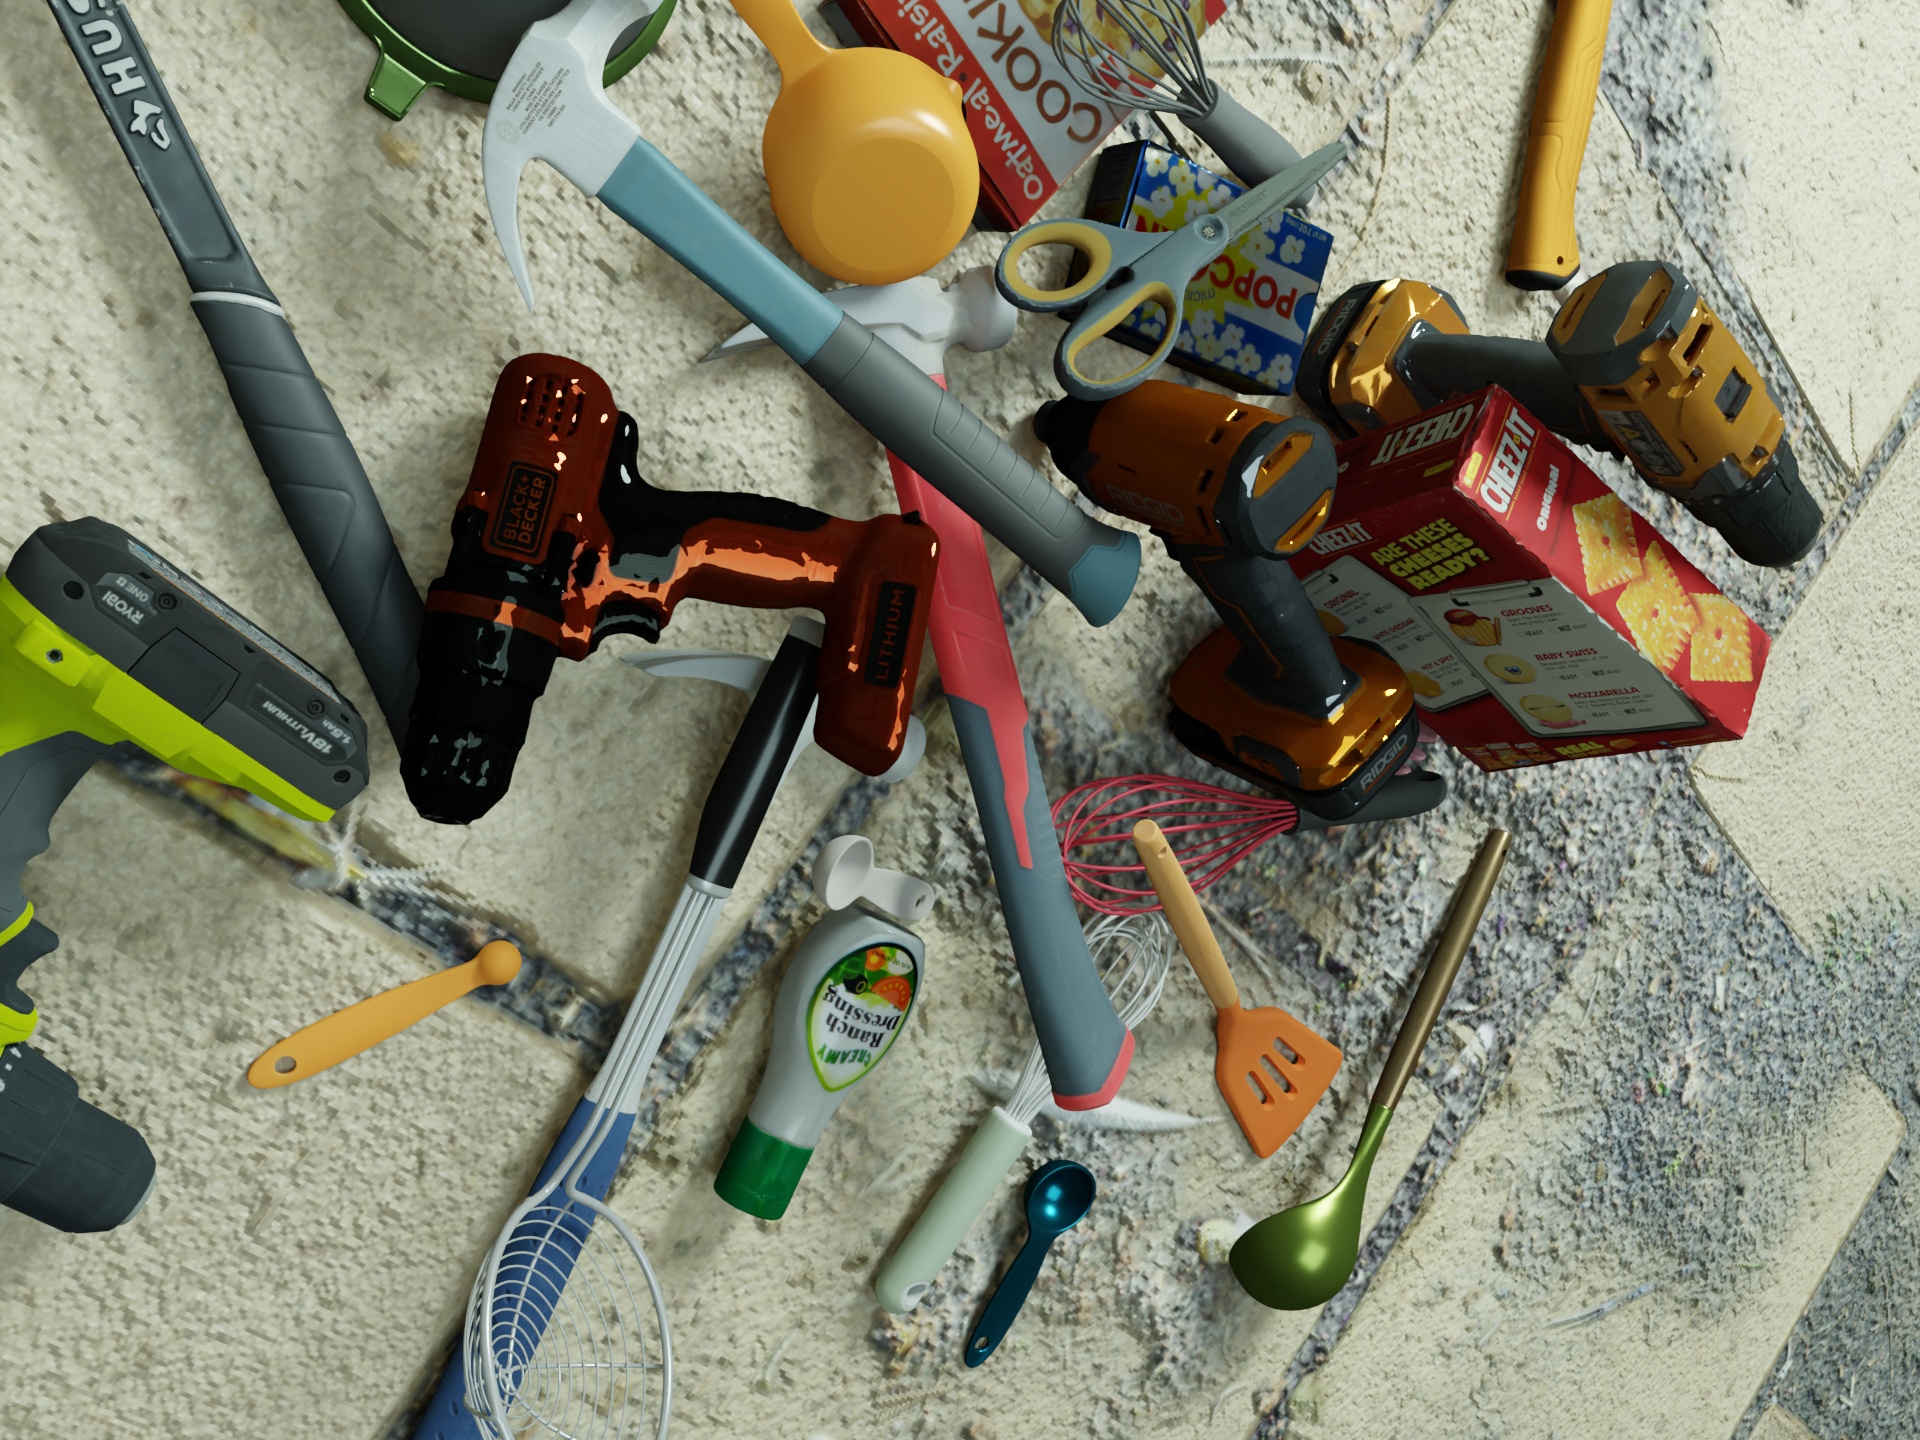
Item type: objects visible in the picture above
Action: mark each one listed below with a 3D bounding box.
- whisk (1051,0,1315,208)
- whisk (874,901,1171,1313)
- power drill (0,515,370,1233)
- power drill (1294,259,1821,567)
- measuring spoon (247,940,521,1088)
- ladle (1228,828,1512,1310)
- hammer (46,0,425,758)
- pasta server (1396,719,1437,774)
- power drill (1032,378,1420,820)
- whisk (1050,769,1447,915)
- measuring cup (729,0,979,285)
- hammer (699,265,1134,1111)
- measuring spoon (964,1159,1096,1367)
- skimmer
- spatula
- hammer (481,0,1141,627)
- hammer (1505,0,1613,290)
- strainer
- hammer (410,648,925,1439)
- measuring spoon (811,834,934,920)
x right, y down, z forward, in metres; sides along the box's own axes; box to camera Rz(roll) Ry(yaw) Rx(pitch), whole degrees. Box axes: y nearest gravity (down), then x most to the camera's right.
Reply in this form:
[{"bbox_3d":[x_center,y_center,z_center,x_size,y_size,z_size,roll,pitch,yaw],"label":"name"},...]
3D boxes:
[{"bbox_3d":[0.111,-0.279,0.720,0.238,0.055,0.055,8,97,-55],"label":"whisk"},{"bbox_3d":[0.030,0.199,0.819,0.246,0.059,0.057,-55,138,-3],"label":"whisk"},{"bbox_3d":[-0.321,0.062,0.565,0.190,0.080,0.228,43,81,-30],"label":"power drill"},{"bbox_3d":[0.300,-0.147,0.791,0.185,0.226,0.084,36,82,-31],"label":"power drill"},{"bbox_3d":[-0.238,0.124,0.663,0.117,0.011,0.021,-25,112,-24],"label":"measuring spoon"},{"bbox_3d":[0.255,0.205,0.960,0.078,0.062,0.320,39,73,-39],"label":"ladle"},{"bbox_3d":[-0.273,-0.166,0.567,0.149,0.036,0.408,-28,114,-21],"label":"hammer"},{"bbox_3d":[0.332,-0.037,0.947,0.316,0.040,0.060,-21,93,-26],"label":"pasta server"},{"bbox_3d":[0.123,-0.067,0.764,0.084,0.164,0.226,-45,131,-15],"label":"power drill"},{"bbox_3d":[0.162,0.054,0.857,0.295,0.073,0.073,-7,104,-34],"label":"whisk"},{"bbox_3d":[-0.056,-0.245,0.627,0.095,0.052,0.173,-29,138,14],"label":"measuring cup"},{"bbox_3d":[-0.001,-0.002,0.719,0.143,0.038,0.386,-18,98,-25],"label":"hammer"},{"bbox_3d":[0.030,0.290,0.859,0.042,0.021,0.128,23,98,-31],"label":"measuring spoon"},{"bbox_3d":[-0.105,0.135,0.656,0.363,0.090,0.127,-67,155,-4],"label":"skimmer"},{"bbox_3d":[0.142,0.140,0.837,0.081,0.041,0.322,-48,143,-13],"label":"spatula"},{"bbox_3d":[-0.045,-0.146,0.641,0.330,0.033,0.128,37,101,-26],"label":"hammer"},{"bbox_3d":[0.341,-0.409,0.872,0.127,0.034,0.337,3,99,-32],"label":"hammer"},{"bbox_3d":[-0.116,-0.320,0.603,0.256,0.069,0.151,-16,108,-25],"label":"strainer"},{"bbox_3d":[-0.156,0.158,0.705,0.144,0.035,0.405,26,87,-32],"label":"hammer"},{"bbox_3d":[-0.040,0.076,0.738,0.034,0.018,0.124,-64,156,-5],"label":"measuring spoon"}]
